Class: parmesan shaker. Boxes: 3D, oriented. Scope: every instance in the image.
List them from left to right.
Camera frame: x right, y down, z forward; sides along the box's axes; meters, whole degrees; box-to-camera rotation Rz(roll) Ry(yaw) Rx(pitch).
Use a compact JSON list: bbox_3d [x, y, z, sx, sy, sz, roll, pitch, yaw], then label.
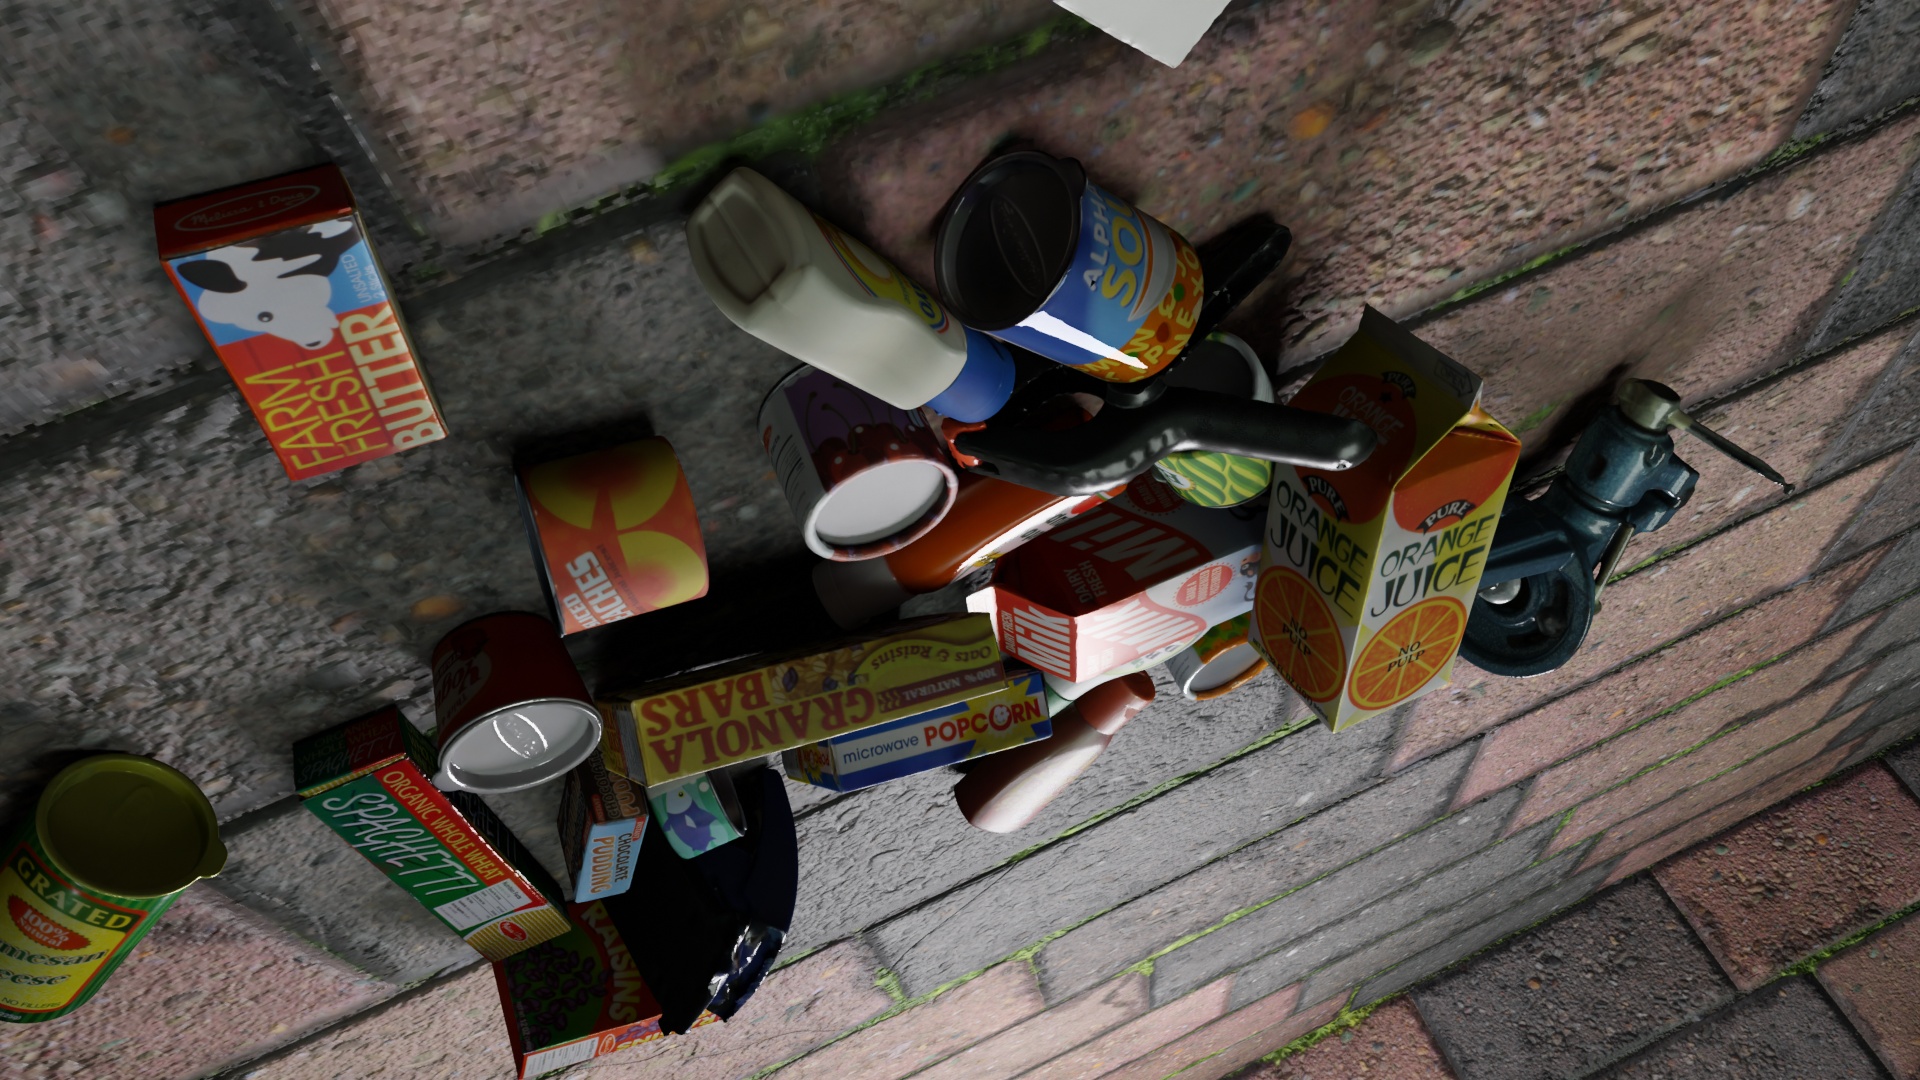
[{"bbox_3d":[-0.358,0.145,0.567,0.102,0.071,0.071,-43,145,23],"label":"parmesan shaker"}]

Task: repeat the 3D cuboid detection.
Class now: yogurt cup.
[{"bbox_3d":[-0.194,0.068,0.597,0.072,0.054,0.072,-20,148,-13],"label":"yogurt cup"}]

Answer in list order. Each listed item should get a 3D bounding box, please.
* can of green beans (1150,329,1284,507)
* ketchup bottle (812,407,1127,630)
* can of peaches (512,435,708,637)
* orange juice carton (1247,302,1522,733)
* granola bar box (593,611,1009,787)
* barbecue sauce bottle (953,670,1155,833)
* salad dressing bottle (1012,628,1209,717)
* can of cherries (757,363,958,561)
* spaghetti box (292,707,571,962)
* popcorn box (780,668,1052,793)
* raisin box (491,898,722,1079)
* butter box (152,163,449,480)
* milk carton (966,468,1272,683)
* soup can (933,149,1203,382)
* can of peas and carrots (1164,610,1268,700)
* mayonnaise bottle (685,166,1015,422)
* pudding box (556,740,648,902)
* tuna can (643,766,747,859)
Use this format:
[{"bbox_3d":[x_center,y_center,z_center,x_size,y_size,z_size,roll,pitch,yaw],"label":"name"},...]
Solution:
[{"bbox_3d":[0.114,-0.056,0.640,0.071,0.071,0.057,-34,147,11],"label":"can of green beans"},{"bbox_3d":[0.002,-0.008,0.639,0.148,0.043,0.065,-29,177,13],"label":"ketchup bottle"},{"bbox_3d":[-0.132,-0.001,0.528,0.058,0.071,0.071,-16,147,-20],"label":"can of peaches"},{"bbox_3d":[0.190,-0.010,0.631,0.073,0.072,0.191,-19,133,-20],"label":"orange juice carton"},{"bbox_3d":[-0.079,0.070,0.648,0.166,0.039,0.124,-13,180,-23],"label":"granola bar box"},{"bbox_3d":[0.063,0.131,0.895,0.065,0.044,0.148,12,130,-45],"label":"barbecue sauce bottle"},{"bbox_3d":[0.082,0.058,0.800,0.064,0.044,0.147,36,119,-28],"label":"salad dressing bottle"},{"bbox_3d":[-0.039,-0.034,0.562,0.071,0.058,0.071,-19,148,-13],"label":"can of cherries"},{"bbox_3d":[-0.258,0.157,0.701,0.050,0.029,0.248,-22,148,-10],"label":"spaghetti box"},{"bbox_3d":[-0.026,0.100,0.749,0.127,0.038,0.085,-11,180,-26],"label":"popcorn box"},{"bbox_3d":[-0.210,0.259,0.832,0.124,0.086,0.039,-8,142,-29],"label":"raisin box"},{"bbox_3d":[-0.200,-0.063,0.430,0.053,0.024,0.103,-19,148,-15],"label":"butter box"},{"bbox_3d":[0.093,0.009,0.711,0.191,0.074,0.072,-22,148,-8],"label":"milk carton"},{"bbox_3d":[0.044,-0.101,0.519,0.084,0.071,0.071,13,130,-48],"label":"soup can"},{"bbox_3d":[0.151,0.053,0.834,0.071,0.059,0.070,-20,148,-13],"label":"can of peas and carrots"},{"bbox_3d":[-0.032,-0.080,0.502,0.041,0.065,0.148,-43,150,17],"label":"mayonnaise bottle"},{"bbox_3d":[-0.186,0.146,0.720,0.030,0.050,0.083,-6,143,-28],"label":"pudding box"},{"bbox_3d":[-0.138,0.129,0.716,0.033,0.071,0.070,-23,148,-4],"label":"tuna can"}]
